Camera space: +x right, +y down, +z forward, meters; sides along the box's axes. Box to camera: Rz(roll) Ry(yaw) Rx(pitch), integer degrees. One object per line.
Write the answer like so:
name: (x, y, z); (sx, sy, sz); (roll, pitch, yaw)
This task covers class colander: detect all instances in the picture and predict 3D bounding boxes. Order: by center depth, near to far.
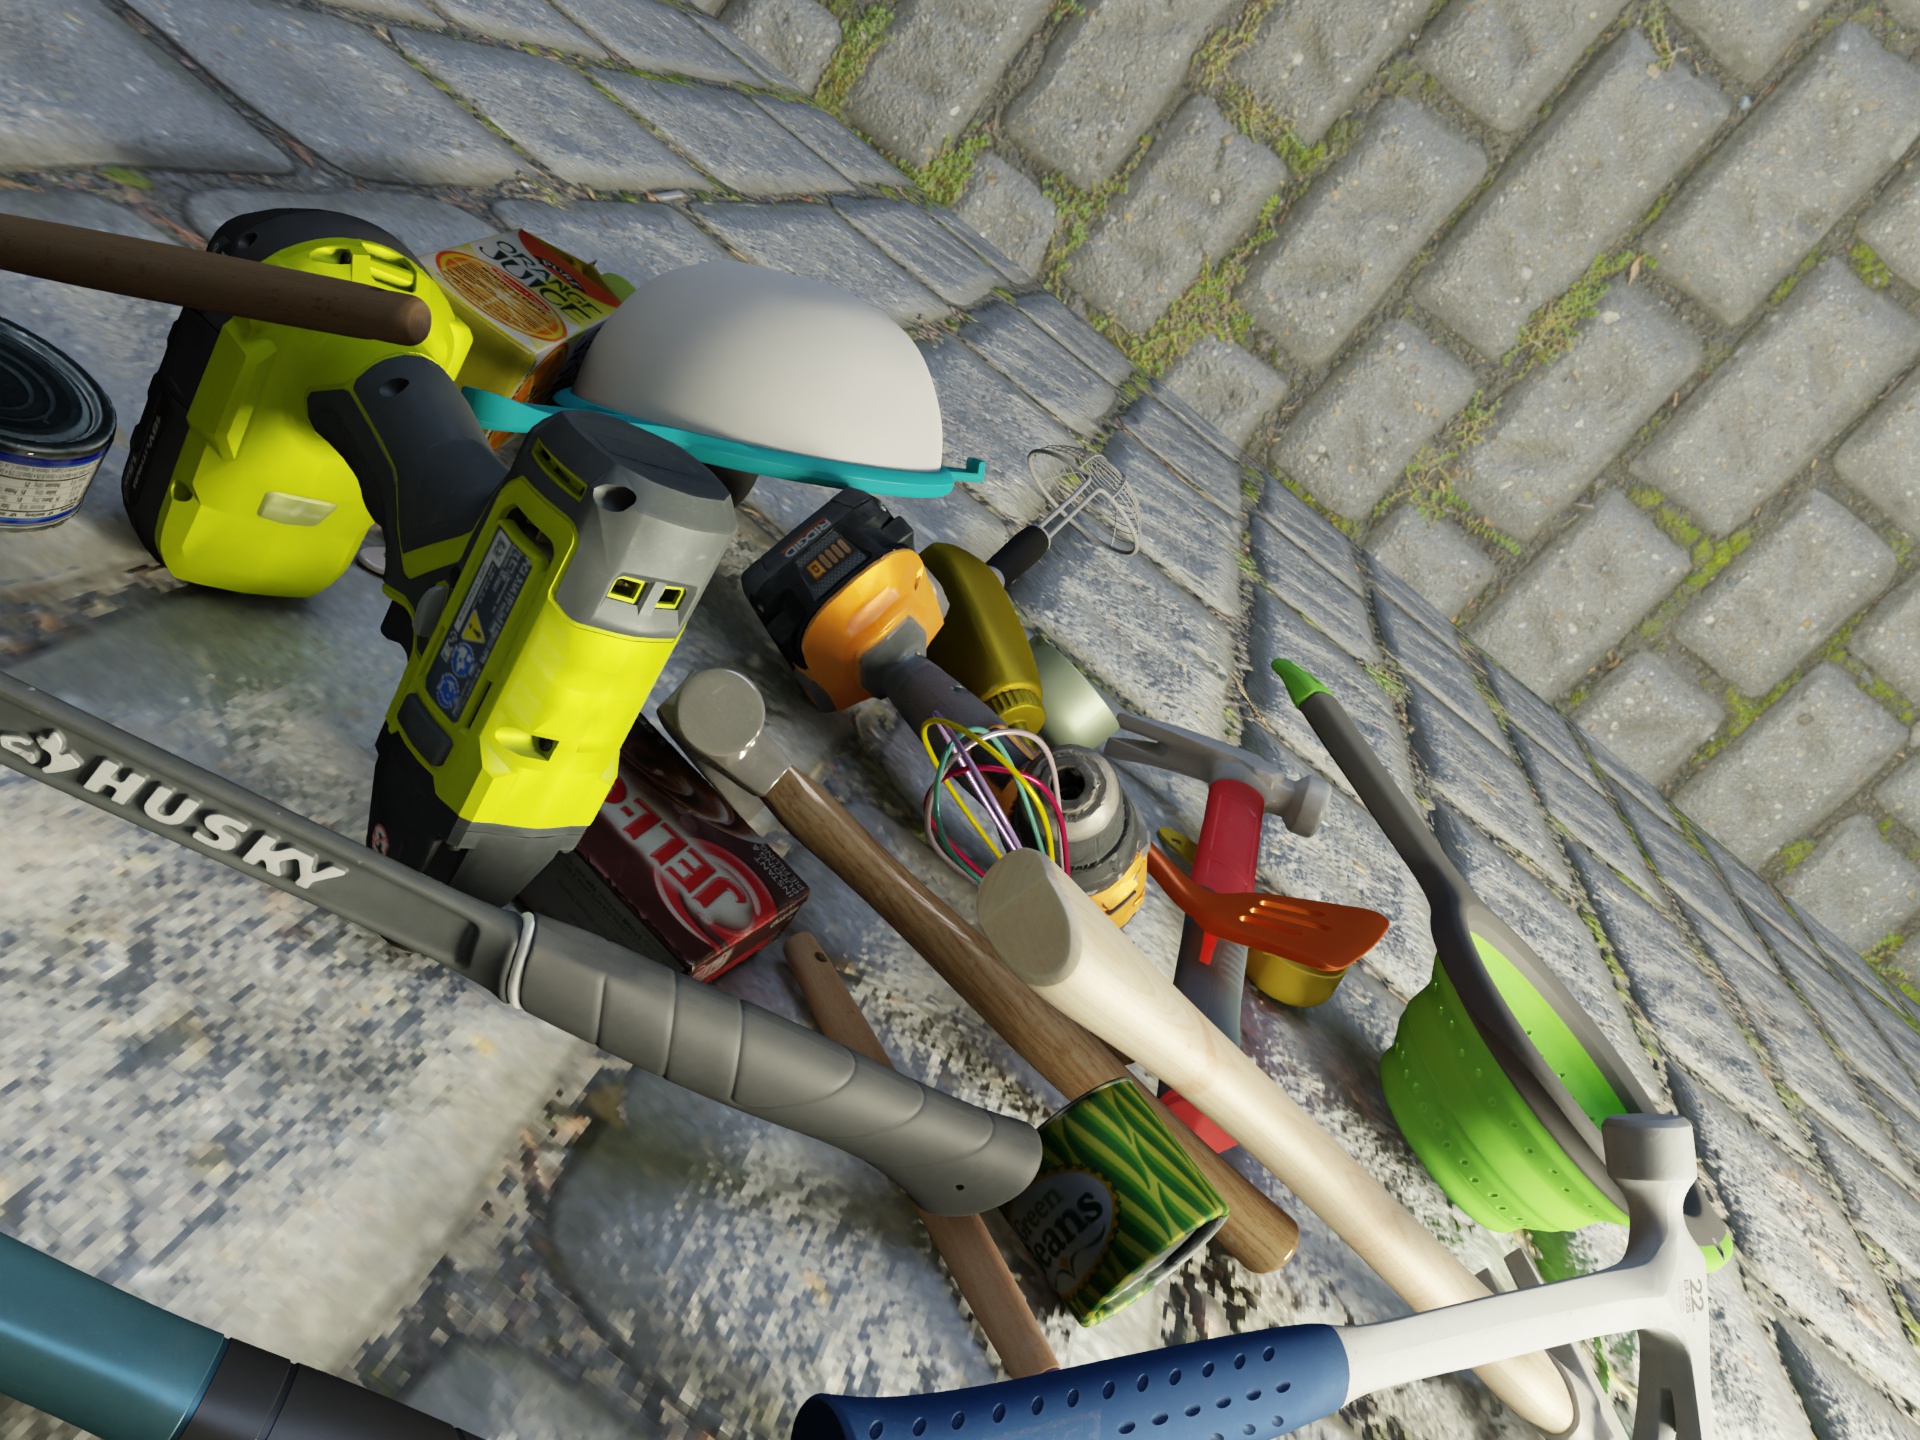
colander: (0.256, 0.138, 0.882); (0.204, 0.094, 0.397); (20, 36, -54)

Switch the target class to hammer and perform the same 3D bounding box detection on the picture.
hammer: (-0.144, 0.144, 0.328); (0.330, 0.033, 0.128); (34, 21, -15)
hammer: (-0.129, 0.052, 0.420); (0.408, 0.149, 0.036); (33, 27, -31)
hammer: (0.128, 0.214, 0.516); (0.405, 0.035, 0.144); (6, 77, -36)
hammer: (0.145, 0.178, 0.621); (0.410, 0.038, 0.146); (45, 15, -26)
hammer: (0.009, 0.102, 0.626); (0.331, 0.031, 0.130); (44, -11, -8)
hammer: (0.123, 0.097, 0.848); (0.143, 0.038, 0.386); (20, 25, 5)

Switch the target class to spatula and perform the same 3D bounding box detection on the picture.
spatula: (0.012, 0.192, 0.516); (0.059, 0.018, 0.316); (7, 38, -44)
spatula: (0.067, 0.036, 0.824); (0.323, 0.041, 0.081); (36, 29, 22)

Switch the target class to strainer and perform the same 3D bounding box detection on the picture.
strainer: (-0.120, -0.176, 0.763); (0.211, 0.095, 0.340); (17, 13, 18)
strainer: (-0.138, -0.153, 0.935); (0.087, 0.050, 0.258); (-1, 16, 5)

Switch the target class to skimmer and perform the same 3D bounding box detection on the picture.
skimmer: (0.063, -0.143, 1.272); (0.127, 0.090, 0.363); (43, 31, 0)

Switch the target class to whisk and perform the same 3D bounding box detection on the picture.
whisk: (0.037, 0.077, 0.625); (0.244, 0.047, 0.051); (61, 32, -47)

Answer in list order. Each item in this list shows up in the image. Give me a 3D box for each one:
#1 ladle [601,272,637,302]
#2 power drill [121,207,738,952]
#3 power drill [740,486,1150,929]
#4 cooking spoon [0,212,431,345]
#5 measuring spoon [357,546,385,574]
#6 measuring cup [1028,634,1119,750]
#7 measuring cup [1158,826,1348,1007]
ladle: (-0.201, -0.267, 1.044); (0.320, 0.062, 0.078); (-91, 165, -68)
power drill: (-0.179, -0.051, 0.504); (0.223, 0.171, 0.080); (43, 21, 33)
power drill: (-0.001, -0.002, 0.725); (0.226, 0.084, 0.185); (47, -7, 17)
cooking spoon: (-0.301, -0.147, 0.485); (0.319, 0.017, 0.069); (13, 18, 14)
measuring spoon: (-0.201, -0.067, 0.682); (0.034, 0.018, 0.124); (50, 24, 24)
measuring cup: (0.037, -0.027, 0.988); (0.083, 0.038, 0.168); (51, -7, -33)
measuring cup: (0.161, 0.113, 0.928); (0.062, 0.029, 0.157); (3, 27, -36)
